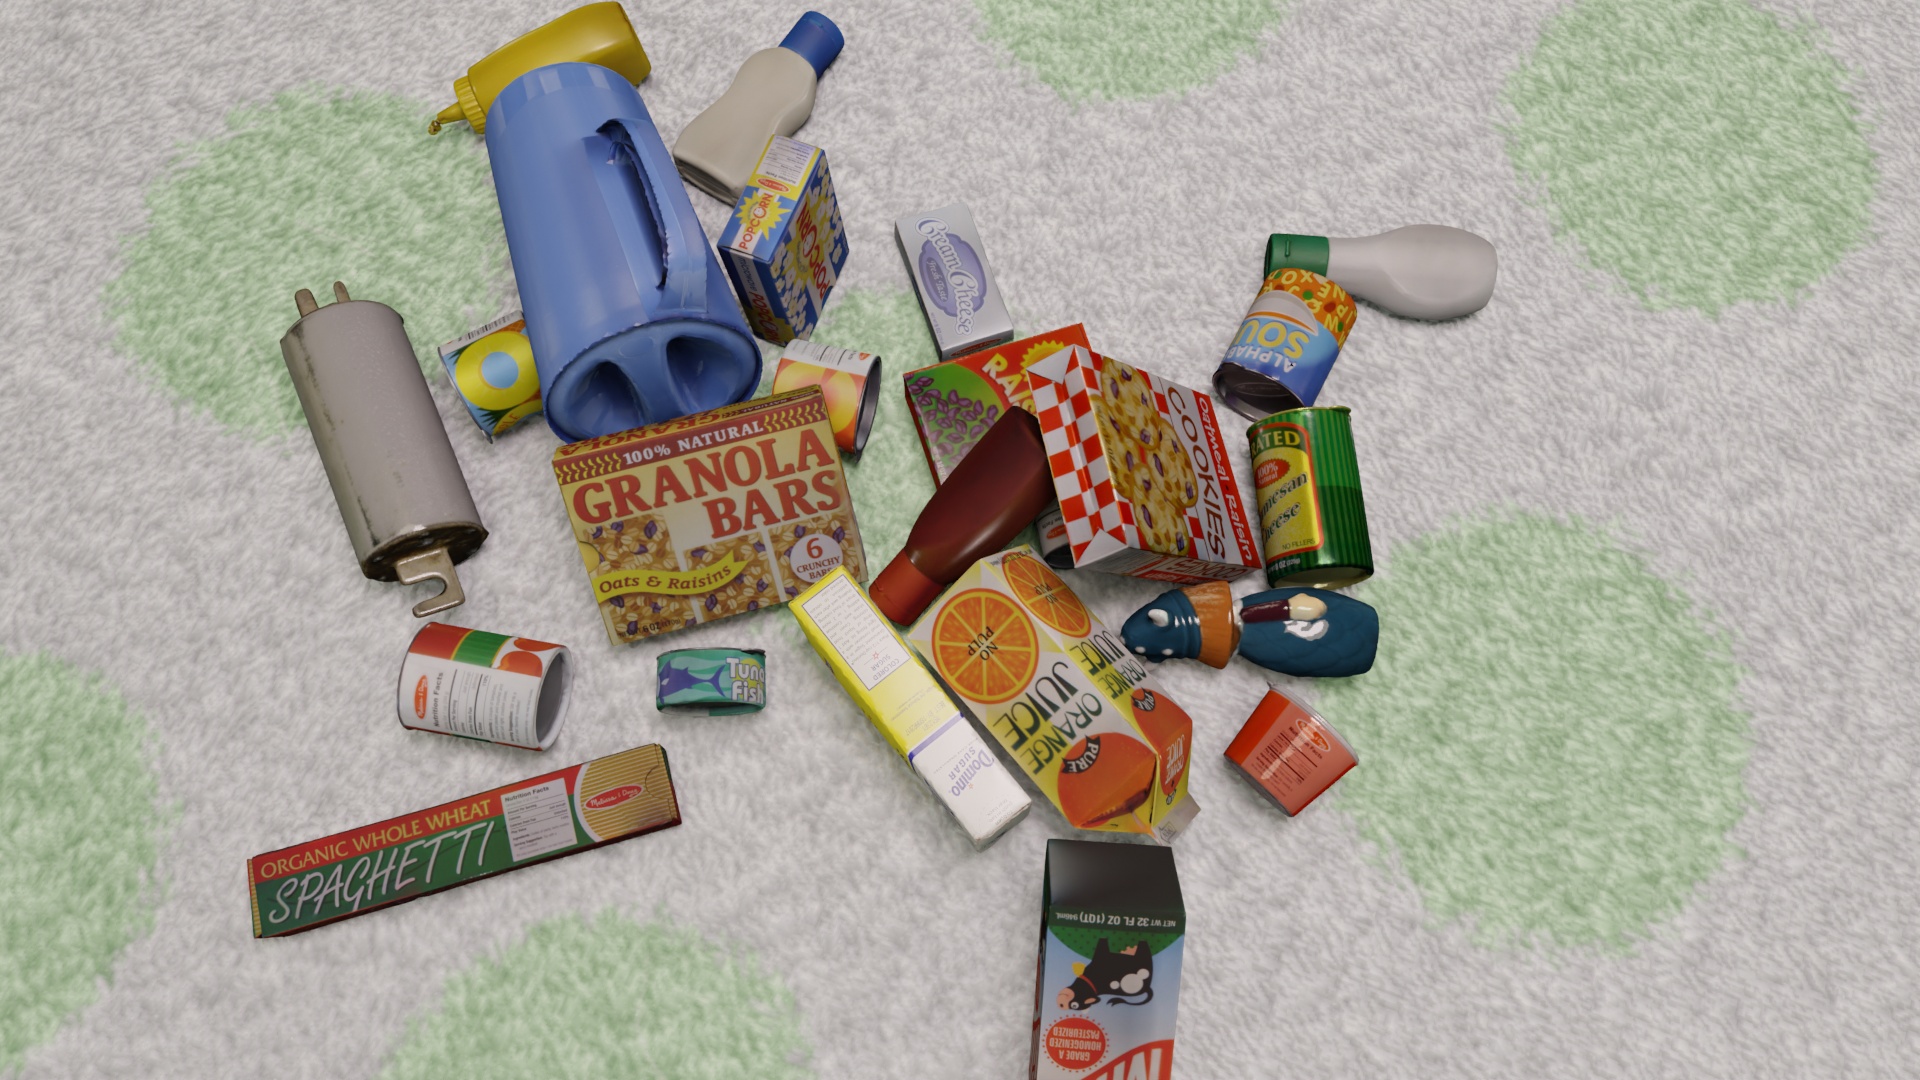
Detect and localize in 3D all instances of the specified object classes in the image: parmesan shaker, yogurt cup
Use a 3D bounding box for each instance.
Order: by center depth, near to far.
[{"bbox_3d":[0.195,0.128,0.830,0.072,0.072,0.054,43,86,12],"label":"yogurt cup"},{"bbox_3d":[0.221,-0.025,0.872,0.071,0.071,0.103,-4,73,-1],"label":"parmesan shaker"}]

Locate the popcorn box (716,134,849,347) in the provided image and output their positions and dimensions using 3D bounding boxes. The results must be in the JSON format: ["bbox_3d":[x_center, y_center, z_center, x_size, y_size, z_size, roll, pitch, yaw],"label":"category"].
[{"bbox_3d":[-0.111,-0.188,0.894,0.038,0.126,0.085,19,74,9],"label":"popcorn box"}]

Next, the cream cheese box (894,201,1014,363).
[{"bbox_3d":[-0.005,-0.176,0.943,0.053,0.024,0.104,-18,74,-7],"label":"cream cheese box"}]

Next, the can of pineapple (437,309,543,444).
[{"bbox_3d":[-0.295,-0.106,0.900,0.058,0.071,0.071,-28,75,-8],"label":"can of pineapple"}]

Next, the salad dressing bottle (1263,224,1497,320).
[{"bbox_3d":[0.281,-0.184,0.937,0.148,0.044,0.064,5,75,3],"label":"salad dressing bottle"}]

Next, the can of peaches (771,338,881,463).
[{"bbox_3d":[-0.087,-0.090,0.895,0.058,0.071,0.071,13,74,4],"label":"can of peaches"}]

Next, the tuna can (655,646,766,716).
[{"bbox_3d":[-0.148,0.086,0.839,0.071,0.071,0.033,-3,75,-1],"label":"tuna can"}]

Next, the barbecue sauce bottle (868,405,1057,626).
[{"bbox_3d":[0.003,-0.011,0.851,0.148,0.043,0.065,-47,40,16],"label":"barbecue sauce bottle"}]

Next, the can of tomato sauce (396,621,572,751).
[{"bbox_3d":[-0.285,0.088,0.840,0.083,0.071,0.071,9,73,2],"label":"can of tomato sauce"}]

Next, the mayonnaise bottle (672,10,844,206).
[{"bbox_3d":[-0.136,-0.306,0.975,0.065,0.041,0.148,31,74,7],"label":"mayonnaise bottle"}]

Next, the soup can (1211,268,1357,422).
[{"bbox_3d":[0.210,-0.127,0.904,0.071,0.071,0.084,27,74,8],"label":"soup can"}]

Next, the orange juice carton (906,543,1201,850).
[{"bbox_3d":[0.067,0.097,0.821,0.193,0.072,0.072,48,114,13],"label":"orange juice carton"}]

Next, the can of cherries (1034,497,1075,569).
[{"bbox_3d":[0.080,-0.020,0.876,0.071,0.071,0.058,-11,73,-3],"label":"can of cherries"}]

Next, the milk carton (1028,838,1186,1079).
[{"bbox_3d":[0.076,0.267,0.758,0.072,0.073,0.190,3,105,1],"label":"milk carton"}]

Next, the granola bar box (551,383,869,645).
[{"bbox_3d":[-0.150,-0.016,0.852,0.166,0.039,0.123,-15,110,-4],"label":"granola bar box"}]

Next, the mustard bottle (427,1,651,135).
[{"bbox_3d":[-0.299,-0.321,0.968,0.160,0.065,0.049,-24,79,-3],"label":"mustard bottle"}]

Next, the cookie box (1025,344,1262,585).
[{"bbox_3d":[0.113,-0.039,0.835,0.040,0.167,0.123,-24,71,33],"label":"cookie box"}]

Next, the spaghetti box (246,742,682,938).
[{"bbox_3d":[-0.294,0.179,0.830,0.250,0.028,0.050,-15,74,-5],"label":"spaghetti box"}]

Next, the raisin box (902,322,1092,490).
[{"bbox_3d":[0.033,-0.083,0.907,0.123,0.040,0.086,-17,73,-6],"label":"raisin box"}]
